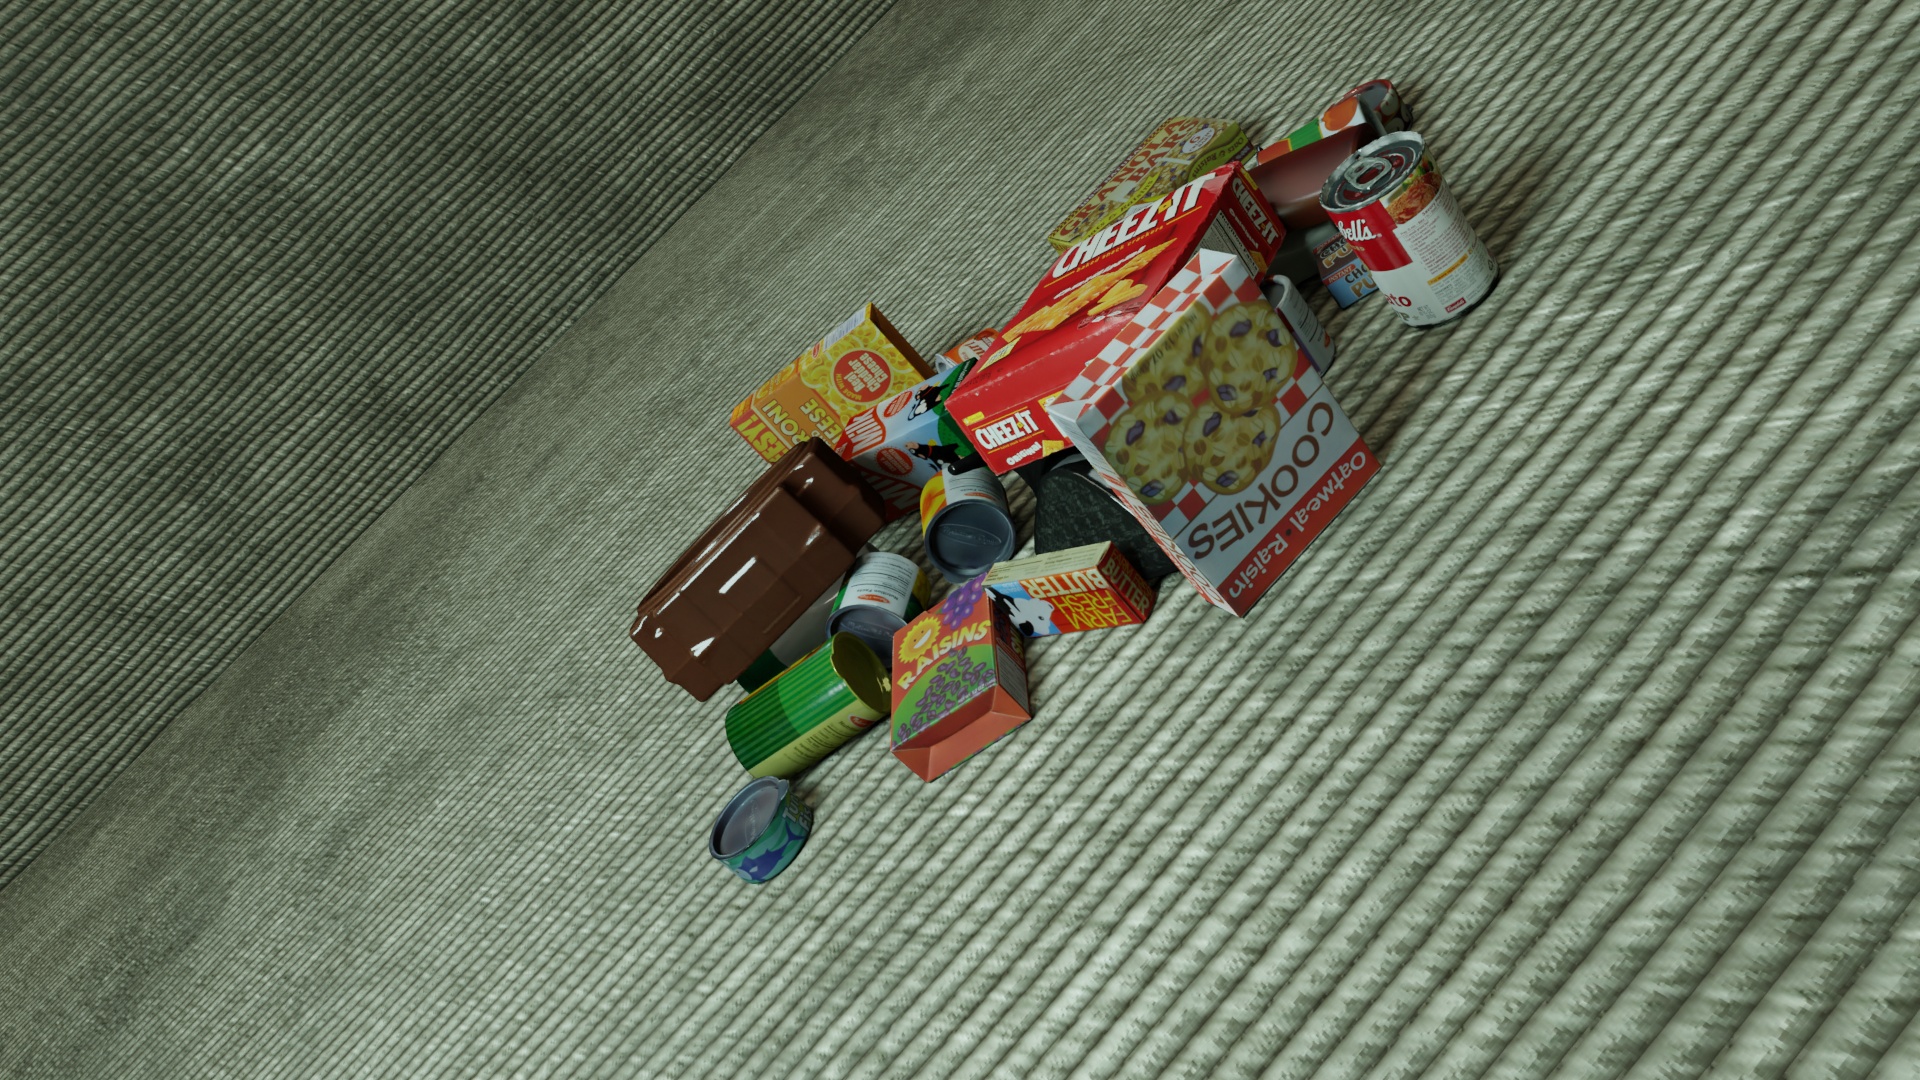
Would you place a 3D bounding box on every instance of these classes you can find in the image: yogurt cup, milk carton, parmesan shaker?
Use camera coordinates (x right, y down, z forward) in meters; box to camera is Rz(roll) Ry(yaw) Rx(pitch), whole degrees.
[{"bbox_3d":[0.020,-0.144,1.184,0.054,0.072,0.072,-40,25,-10],"label":"yogurt cup"},{"bbox_3d":[-0.045,-0.074,1.159,0.190,0.073,0.073,-21,34,39],"label":"milk carton"},{"bbox_3d":[-0.107,0.117,0.967,0.103,0.071,0.071,-34,28,18],"label":"parmesan shaker"}]

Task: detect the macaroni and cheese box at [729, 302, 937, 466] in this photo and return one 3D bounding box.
[{"bbox_3d":[-0.104,-0.116,1.247,0.166,0.123,0.040,-34,26,19],"label":"macaroni and cheese box"}]

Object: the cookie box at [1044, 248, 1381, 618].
[{"bbox_3d":[0.143,-0.056,0.765,0.123,0.167,0.040,-46,29,-5],"label":"cookie box"}]

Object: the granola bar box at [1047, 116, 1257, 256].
[{"bbox_3d":[0.168,-0.310,1.247,0.165,0.039,0.124,-45,26,-3],"label":"granola bar box"}]

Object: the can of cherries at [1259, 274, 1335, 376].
[{"bbox_3d":[0.201,-0.131,0.915,0.071,0.058,0.072,-33,28,20],"label":"can of cherries"}]

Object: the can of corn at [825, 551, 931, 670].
[{"bbox_3d":[-0.059,0.052,1.005,0.071,0.071,0.058,-26,30,32],"label":"can of corn"}]

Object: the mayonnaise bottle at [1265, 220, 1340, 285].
[{"bbox_3d":[0.209,-0.193,1.017,0.147,0.041,0.065,-31,31,26],"label":"mayonnaise bottle"}]

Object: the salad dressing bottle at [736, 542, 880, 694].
[{"bbox_3d":[-0.115,0.064,1.090,0.147,0.044,0.064,-41,20,8],"label":"salad dressing bottle"}]

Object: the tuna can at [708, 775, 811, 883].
[{"bbox_3d":[-0.132,0.193,0.934,0.071,0.032,0.071,-33,28,21],"label":"tuna can"}]

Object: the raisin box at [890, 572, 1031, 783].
[{"bbox_3d":[-0.002,0.086,0.903,0.086,0.040,0.124,-35,27,19],"label":"raisin box"}]

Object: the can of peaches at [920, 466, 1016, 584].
[{"bbox_3d":[0.004,-0.013,1.011,0.071,0.071,0.058,-36,27,15],"label":"can of peaches"}]

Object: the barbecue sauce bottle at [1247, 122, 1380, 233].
[{"bbox_3d":[0.220,-0.240,0.971,0.148,0.043,0.065,-12,46,43],"label":"barbecue sauce bottle"}]

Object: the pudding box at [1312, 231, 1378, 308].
[{"bbox_3d":[0.282,-0.198,0.932,0.083,0.030,0.050,-30,28,25],"label":"pudding box"}]

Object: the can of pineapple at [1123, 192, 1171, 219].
[{"bbox_3d":[0.173,-0.247,1.120,0.071,0.071,0.058,-53,27,-18],"label":"can of pineapple"}]

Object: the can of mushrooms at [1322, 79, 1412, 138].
[{"bbox_3d":[0.312,-0.323,1.071,0.071,0.033,0.071,-34,27,20],"label":"can of mushrooms"}]

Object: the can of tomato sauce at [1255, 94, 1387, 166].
[{"bbox_3d":[0.271,-0.281,1.027,0.083,0.071,0.071,-26,31,30],"label":"can of tomato sauce"}]

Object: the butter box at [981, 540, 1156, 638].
[{"bbox_3d":[0.066,0.032,0.870,0.103,0.053,0.024,-12,38,46],"label":"butter box"}]
